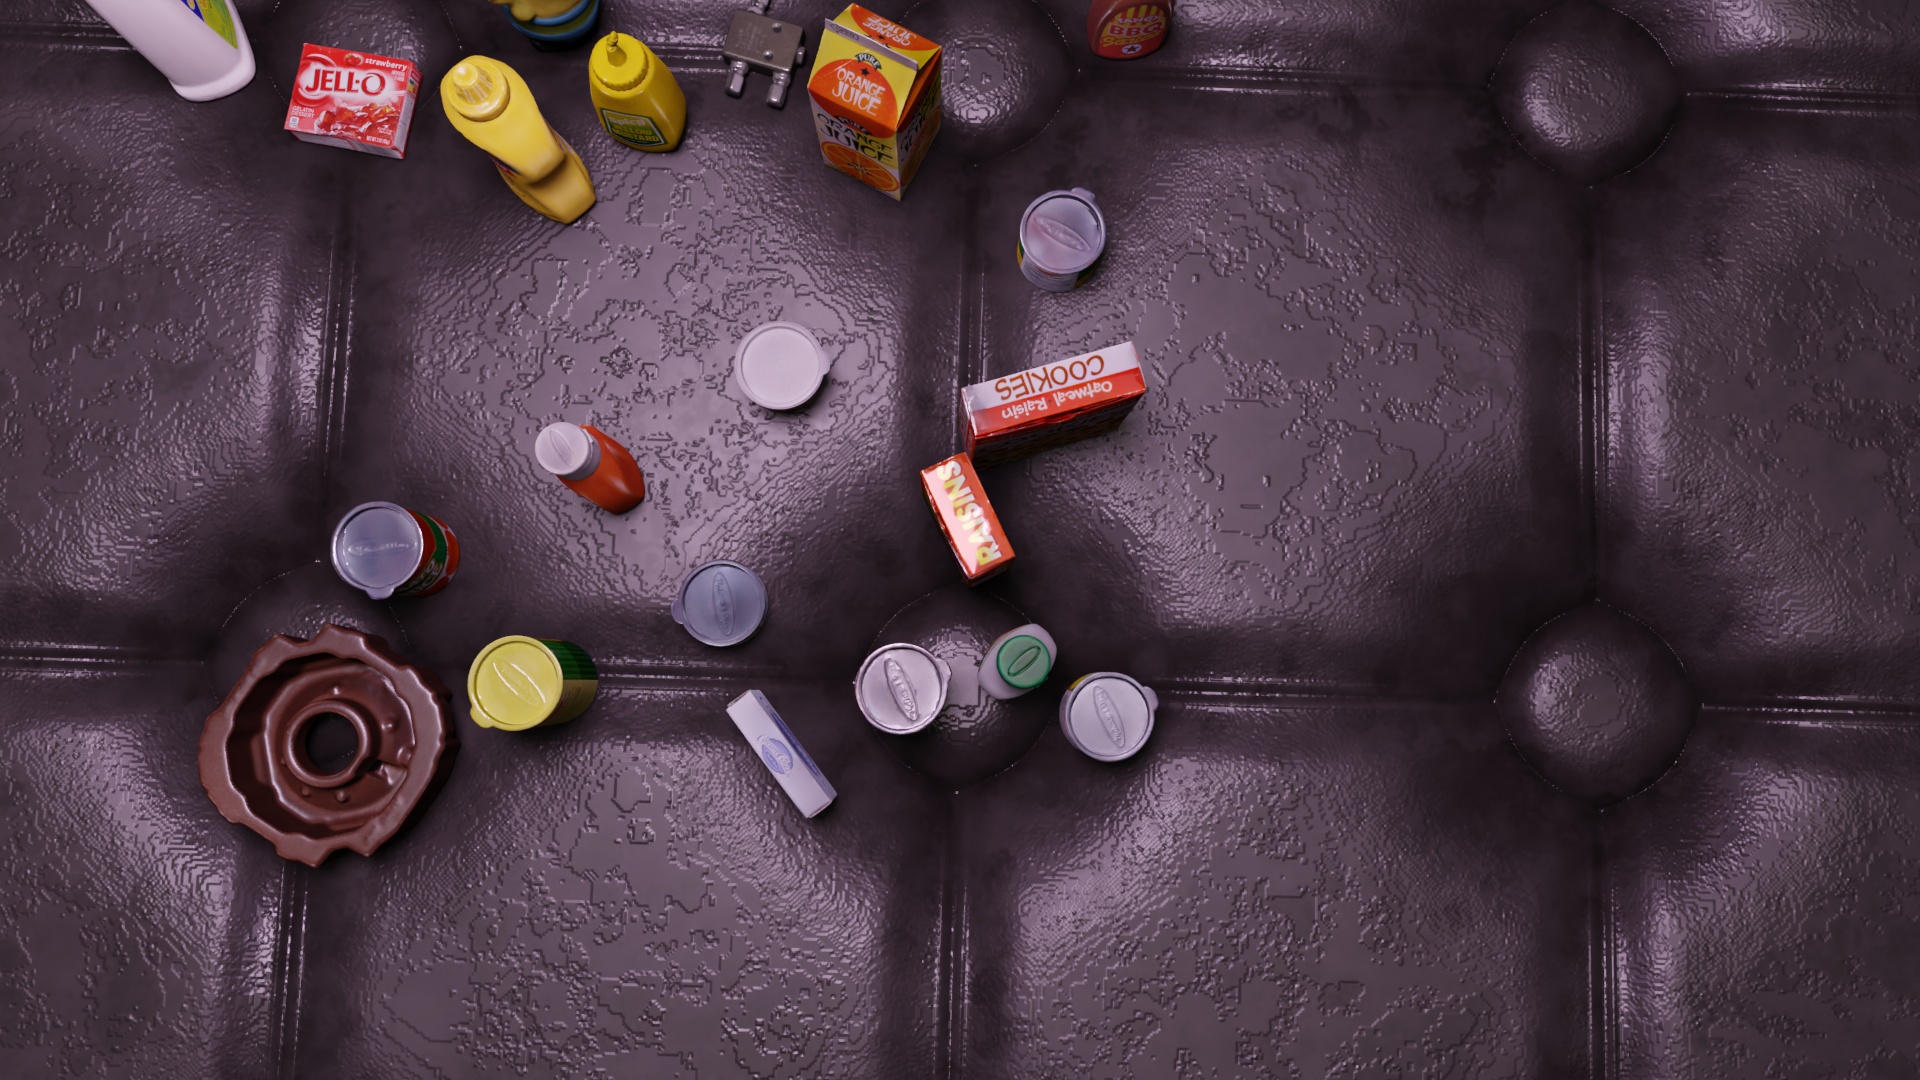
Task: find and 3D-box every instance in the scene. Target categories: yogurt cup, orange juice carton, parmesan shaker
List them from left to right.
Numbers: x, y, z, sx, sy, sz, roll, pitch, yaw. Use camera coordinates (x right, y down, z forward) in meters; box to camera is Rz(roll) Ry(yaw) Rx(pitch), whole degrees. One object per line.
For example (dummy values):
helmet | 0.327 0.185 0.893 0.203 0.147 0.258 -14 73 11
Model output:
parmesan shaker | -0.314 0.106 1.022 0.071 0.103 0.071 0 85 -1
yogurt cup | -0.137 -0.131 1.075 0.072 0.054 0.072 0 84 -1
orange juice carton | -0.061 -0.327 1.027 0.072 0.192 0.073 27 85 1

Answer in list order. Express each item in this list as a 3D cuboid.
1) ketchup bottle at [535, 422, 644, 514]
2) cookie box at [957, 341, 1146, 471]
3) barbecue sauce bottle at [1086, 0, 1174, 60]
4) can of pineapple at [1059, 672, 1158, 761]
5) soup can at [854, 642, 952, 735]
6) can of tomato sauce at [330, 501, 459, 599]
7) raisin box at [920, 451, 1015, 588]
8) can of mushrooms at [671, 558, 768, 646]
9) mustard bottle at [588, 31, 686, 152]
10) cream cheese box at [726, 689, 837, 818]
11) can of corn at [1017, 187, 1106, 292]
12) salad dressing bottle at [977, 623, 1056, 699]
ketchup bottle | -0.272 -0.057 1.017 0.043 0.148 0.065 -33 86 -4
cookie box | 0.062 -0.094 1.018 0.123 0.167 0.040 -16 85 -3
barbecue sauce bottle | 0.135 -0.419 1.063 0.065 0.148 0.043 -6 85 -2
can of pineapple | 0.111 0.132 1.051 0.071 0.058 0.071 0 84 -1
soup can | -0.041 0.109 1.037 0.071 0.083 0.071 0 85 -1
can of tomato sauce | -0.420 0.010 1.040 0.071 0.083 0.071 0 85 -1
raisin box | 0.004 -0.013 1.031 0.040 0.123 0.086 -24 86 -3
can of mushrooms | -0.184 0.049 1.066 0.071 0.033 0.071 0 84 -1
mustard bottle | -0.247 -0.340 1.041 0.065 0.160 0.049 10 85 0
cream cheese box | -0.134 0.159 1.045 0.024 0.053 0.104 -37 86 -4
can of corn | 0.079 -0.235 1.088 0.071 0.058 0.071 0 84 -1
salad dressing bottle | 0.043 0.088 1.009 0.064 0.147 0.044 -41 87 -4
